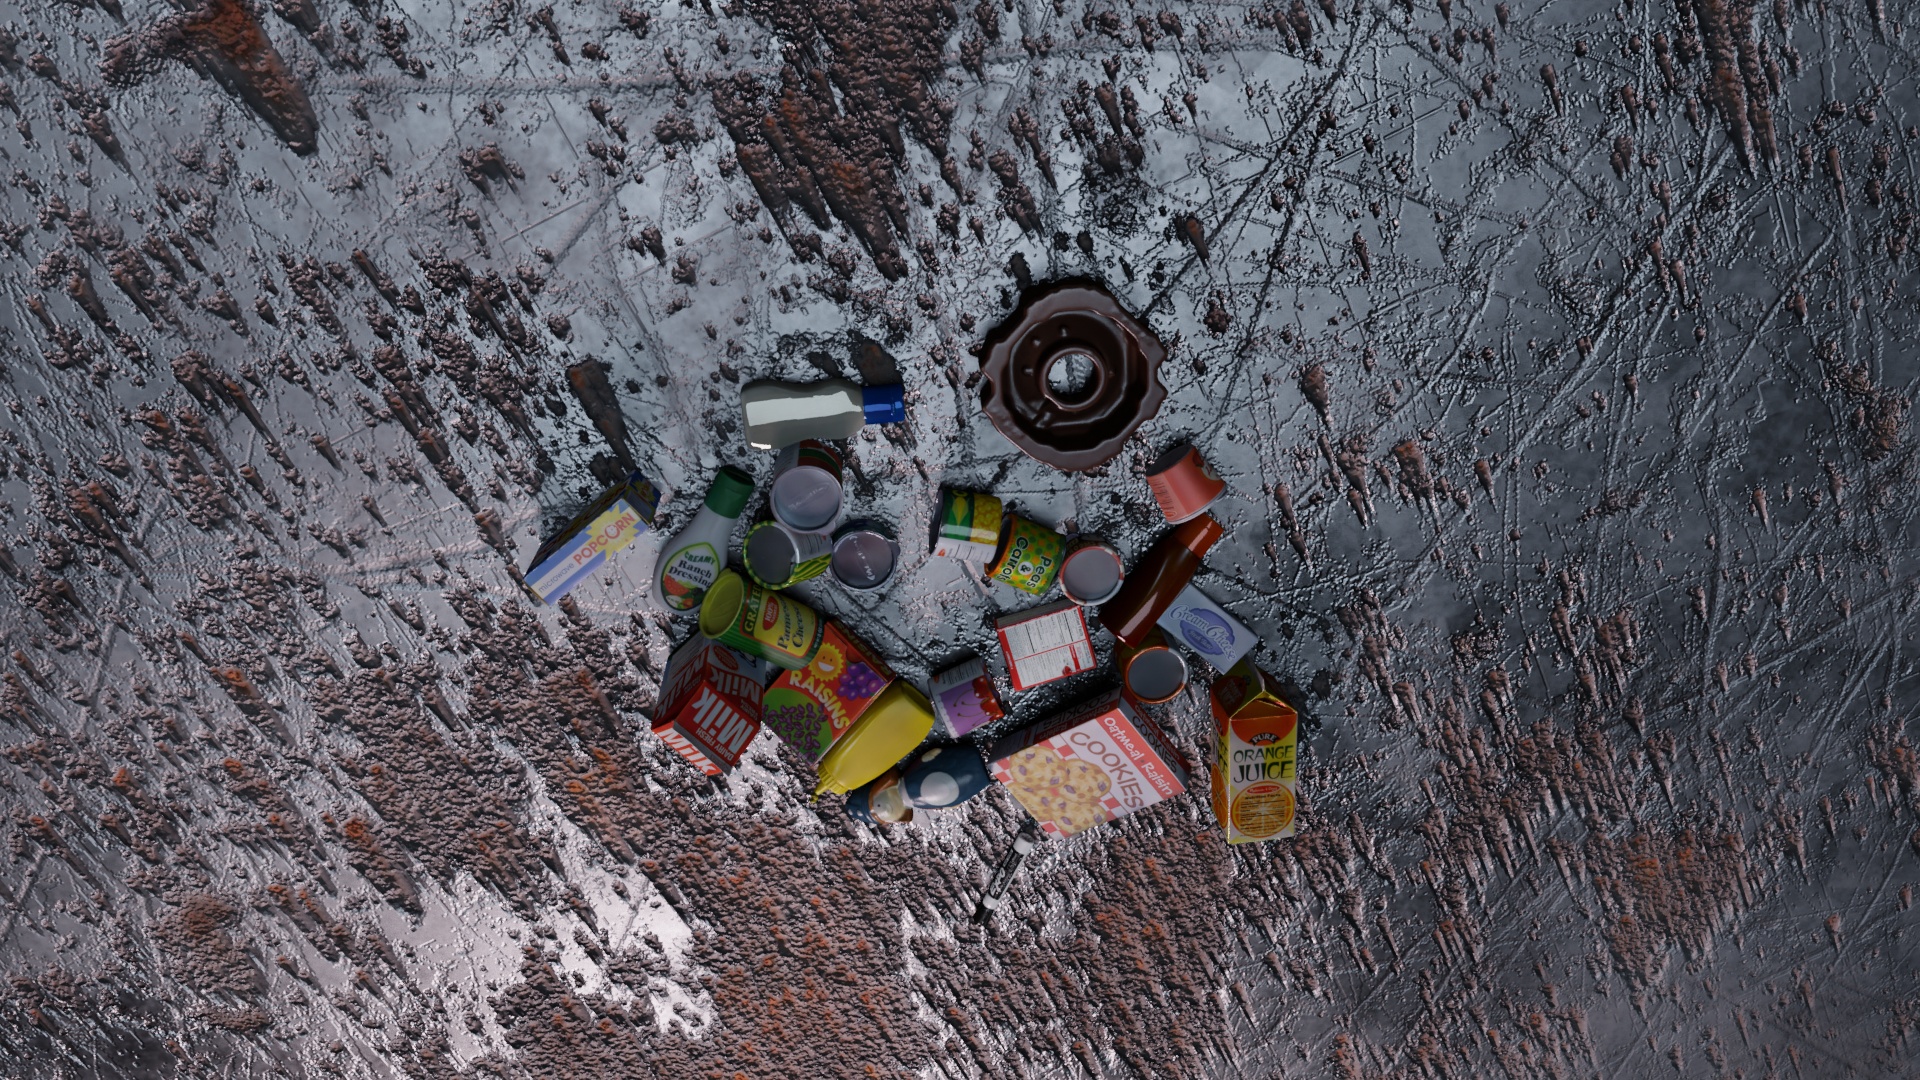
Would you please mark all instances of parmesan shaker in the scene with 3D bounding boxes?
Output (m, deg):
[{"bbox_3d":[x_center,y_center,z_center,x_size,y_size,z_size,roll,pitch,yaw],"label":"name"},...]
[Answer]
[{"bbox_3d":[-0.188,0.076,1.328,0.103,0.071,0.071,28,108,-39],"label":"parmesan shaker"}]

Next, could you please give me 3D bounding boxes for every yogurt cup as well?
[{"bbox_3d":[0.214,-0.056,1.334,0.072,0.072,0.054,-33,102,8],"label":"yogurt cup"}]

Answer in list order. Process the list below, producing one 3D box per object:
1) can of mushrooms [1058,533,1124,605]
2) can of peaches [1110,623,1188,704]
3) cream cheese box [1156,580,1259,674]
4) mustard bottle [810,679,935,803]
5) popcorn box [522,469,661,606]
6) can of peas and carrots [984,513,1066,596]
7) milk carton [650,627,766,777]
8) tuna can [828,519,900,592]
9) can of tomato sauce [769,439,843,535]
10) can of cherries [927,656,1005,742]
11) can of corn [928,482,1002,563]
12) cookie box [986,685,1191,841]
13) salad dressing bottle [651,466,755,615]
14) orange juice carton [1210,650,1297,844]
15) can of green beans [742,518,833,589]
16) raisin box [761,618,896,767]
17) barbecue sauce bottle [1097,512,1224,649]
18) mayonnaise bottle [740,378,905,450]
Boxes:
[{"bbox_3d":[0.126,0.027,1.373,0.071,0.033,0.070,-2,112,-4],"label":"can of mushrooms"},{"bbox_3d":[0.190,0.125,1.403,0.071,0.058,0.071,-2,111,-5],"label":"can of peaches"},{"bbox_3d":[0.248,0.087,1.412,0.103,0.024,0.053,37,103,-17],"label":"cream cheese box"},{"bbox_3d":[-0.099,0.212,1.413,0.160,0.049,0.065,-42,111,11],"label":"mustard bottle"},{"bbox_3d":[-0.341,-0.003,1.288,0.126,0.085,0.038,-37,109,9],"label":"popcorn box"},{"bbox_3d":[0.062,0.015,1.341,0.059,0.071,0.070,22,108,-13],"label":"can of peas and carrots"},{"bbox_3d":[-0.234,0.150,1.300,0.073,0.191,0.072,-42,109,11],"label":"milk carton"},{"bbox_3d":[-0.092,0.013,1.346,0.071,0.033,0.070,-2,111,-5],"label":"tuna can"},{"bbox_3d":[-0.140,-0.050,1.290,0.071,0.083,0.071,-2,111,-5],"label":"can of tomato sauce"},{"bbox_3d":[0.007,0.160,1.394,0.058,0.072,0.071,-25,111,3],"label":"can of cherries"},{"bbox_3d":[0.005,-0.017,1.328,0.058,0.071,0.071,9,110,-9],"label":"can of corn"},{"bbox_3d":[0.131,0.229,1.418,0.167,0.040,0.122,-29,112,29],"label":"cookie box"},{"bbox_3d":[-0.243,0.000,1.321,0.064,0.044,0.147,23,107,-20],"label":"salad dressing bottle"},{"bbox_3d":[0.303,0.212,1.440,0.073,0.072,0.191,-6,112,-3],"label":"orange juice carton"},{"bbox_3d":[-0.163,0.009,1.310,0.071,0.058,0.071,5,102,27],"label":"can of green beans"},{"bbox_3d":[-0.136,0.150,1.376,0.086,0.040,0.123,43,102,6],"label":"raisin box"},{"bbox_3d":[0.199,0.035,1.369,0.043,0.065,0.148,38,95,-19],"label":"barbecue sauce bottle"},{"bbox_3d":[-0.127,-0.121,1.288,0.148,0.041,0.064,-6,112,-4],"label":"mayonnaise bottle"}]
